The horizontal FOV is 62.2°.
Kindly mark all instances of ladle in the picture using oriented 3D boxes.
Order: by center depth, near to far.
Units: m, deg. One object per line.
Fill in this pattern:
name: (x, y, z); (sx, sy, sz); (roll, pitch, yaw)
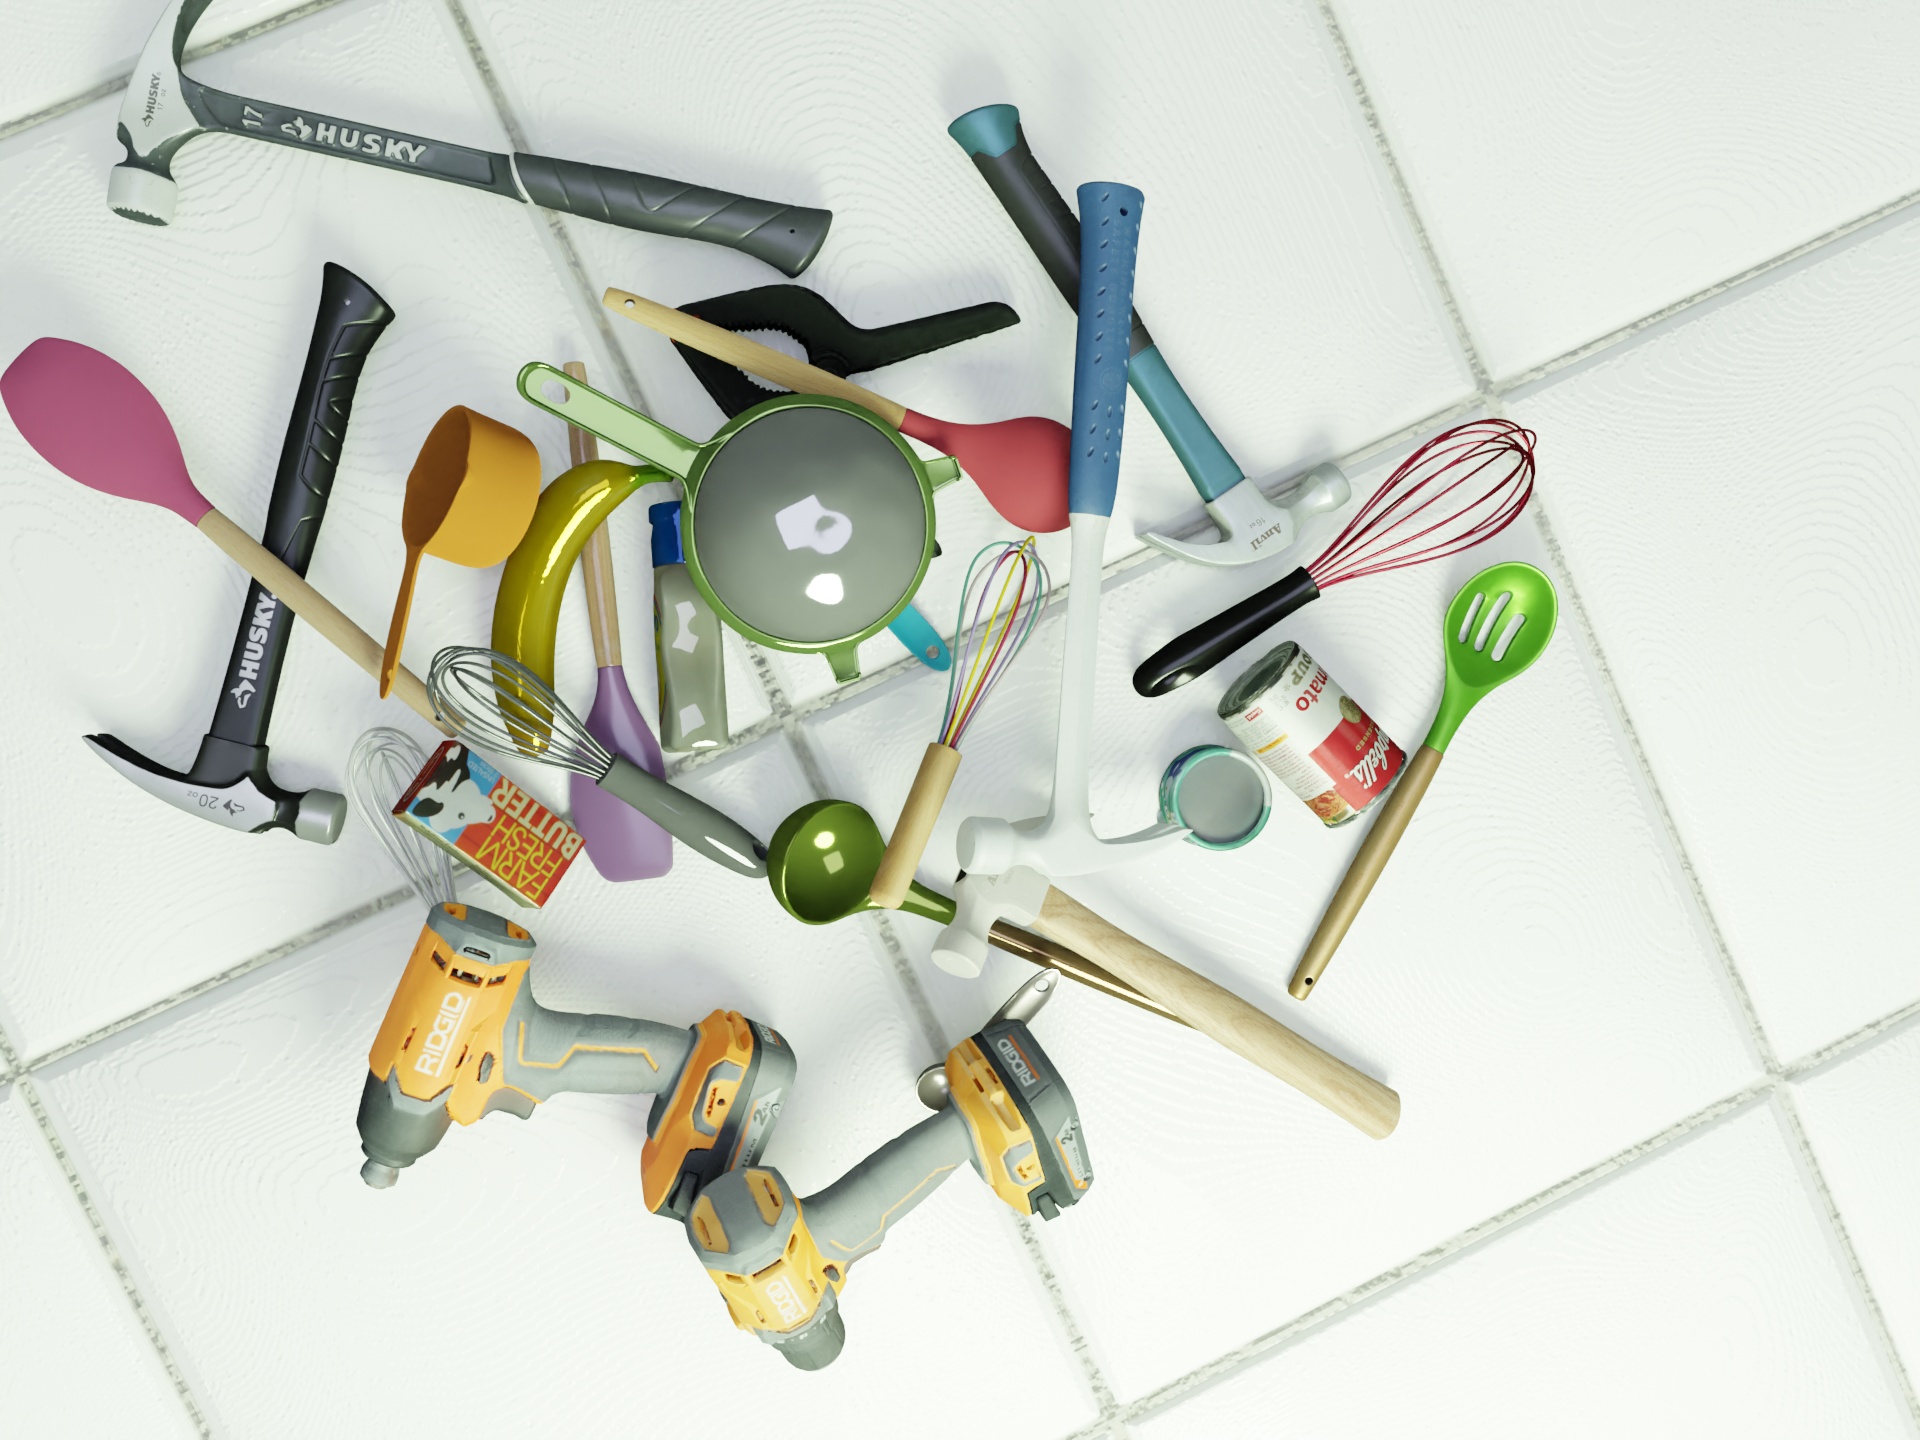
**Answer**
ladle: (-0.058, -0.189, 0.939); (0.315, 0.031, 0.069); (20, 89, -13)
ladle: (0.030, 0.135, 0.982); (0.320, 0.062, 0.078); (24, 86, -9)

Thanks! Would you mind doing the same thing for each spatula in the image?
spatula: (-0.218, -0.058, 0.965); (0.060, 0.018, 0.316); (-6, 93, -3)

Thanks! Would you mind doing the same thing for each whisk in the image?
whisk: (-0.207, 0.031, 0.935); (0.238, 0.055, 0.055); (35, 88, -22)
whisk: (-0.305, 0.120, 0.950); (0.058, 0.059, 0.246); (-15, 99, 31)
whisk: (-0.002, -0.004, 0.953); (0.051, 0.047, 0.245); (27, 76, -17)
whisk: (0.236, -0.097, 0.996); (0.296, 0.073, 0.073); (-32, 95, 1)

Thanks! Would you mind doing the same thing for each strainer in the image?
strainer: (-0.126, -0.131, 0.884); (0.256, 0.069, 0.151); (27, 93, -18)

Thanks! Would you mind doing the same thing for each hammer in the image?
hammer: (-0.401, -0.104, 0.934); (0.146, 0.035, 0.335); (14, 90, -8)
hammer: (-0.279, -0.330, 0.941); (0.409, 0.036, 0.149); (10, 90, -7)
hammer: (0.081, -0.110, 0.944); (0.144, 0.035, 0.405); (4, 91, -24)
hammer: (0.102, -0.239, 0.988); (0.128, 0.033, 0.331); (-35, 95, -5)
hammer: (0.141, 0.168, 0.989); (0.331, 0.031, 0.130); (32, 58, -14)

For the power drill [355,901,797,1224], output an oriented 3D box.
power drill: (-0.228, 0.218, 0.924); (0.226, 0.084, 0.164); (24, 89, -18)

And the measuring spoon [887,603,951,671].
measuring spoon: (-0.052, -0.078, 0.987); (0.042, 0.021, 0.128); (-44, 105, -3)

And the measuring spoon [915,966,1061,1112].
measuring spoon: (0.018, 0.195, 0.989); (0.034, 0.018, 0.124); (39, 101, -18)

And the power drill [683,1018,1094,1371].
power drill: (-0.036, 0.294, 0.946); (0.226, 0.084, 0.185); (-27, 135, -12)

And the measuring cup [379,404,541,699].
measuring cup: (-0.290, -0.091, 0.916); (0.052, 0.095, 0.173); (16, 85, -38)

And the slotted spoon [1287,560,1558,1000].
slotted spoon: (0.289, 0.040, 1.023); (0.070, 0.031, 0.314); (28, 90, -7)

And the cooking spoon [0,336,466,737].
cooking spoon: (-0.409, -0.099, 0.906); (0.319, 0.017, 0.069); (41, 87, -7)
